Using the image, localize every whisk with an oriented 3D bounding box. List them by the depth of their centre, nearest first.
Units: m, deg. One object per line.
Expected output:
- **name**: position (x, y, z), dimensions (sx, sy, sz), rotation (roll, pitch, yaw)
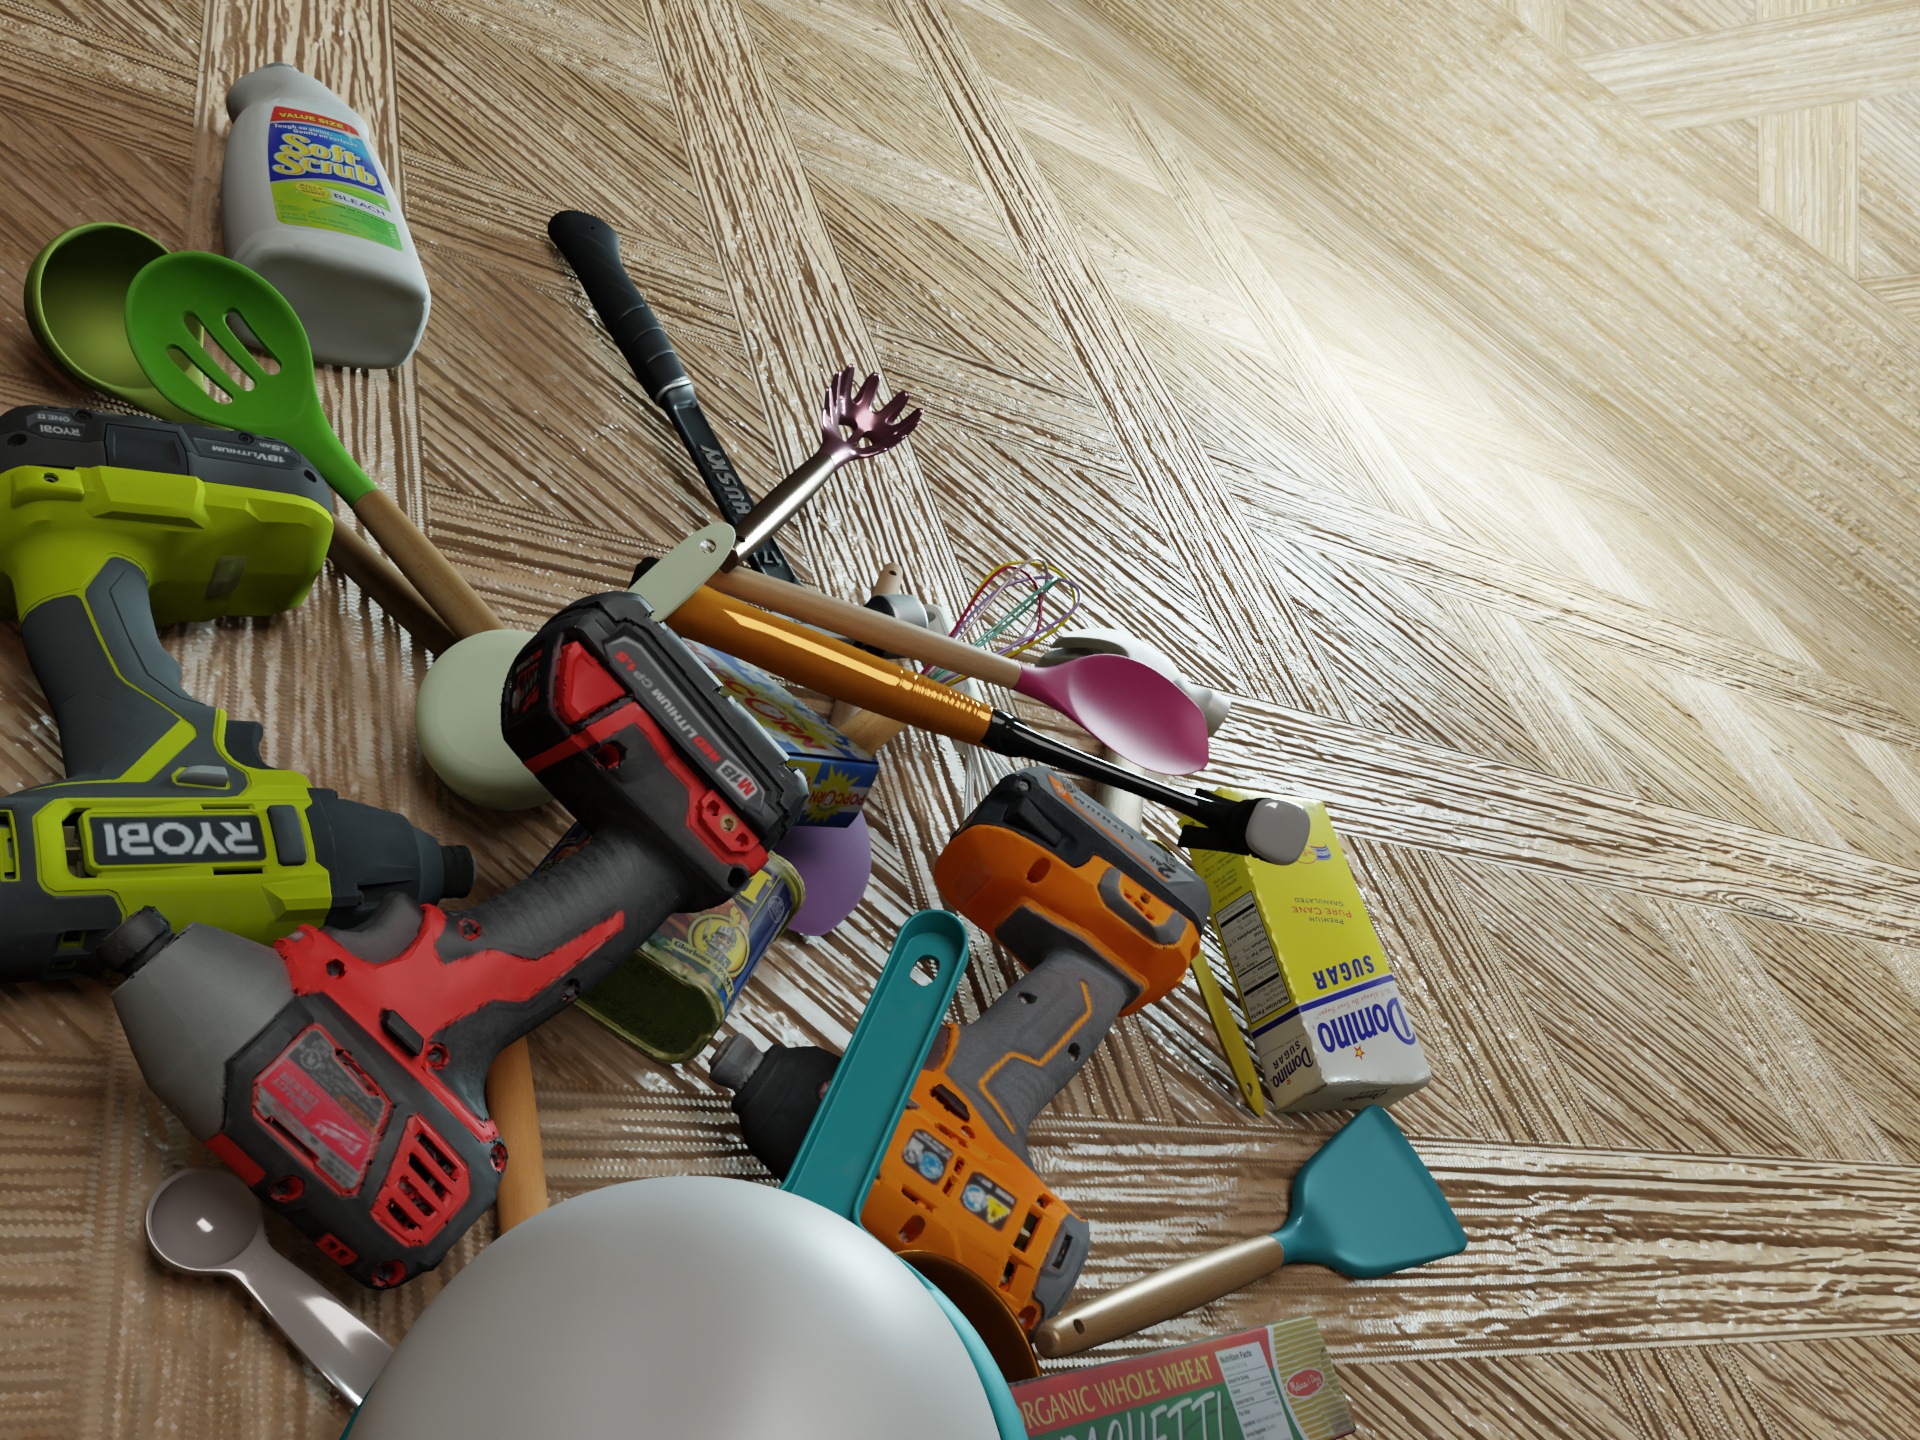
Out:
- **whisk**: position (-0.012, -0.028, 0.855), dimensions (0.245, 0.051, 0.047), rotation (-40, 100, -43)
- **whisk**: position (0.009, 0.016, 0.872), dimensions (0.059, 0.058, 0.247), rotation (55, 10, -44)

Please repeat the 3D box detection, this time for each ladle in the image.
- **ladle**: position (-0.297, -0.104, 0.725), dimensions (0.320, 0.062, 0.078), rotation (42, 44, 3)

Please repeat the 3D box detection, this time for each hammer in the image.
- **hammer**: position (-0.001, -0.002, 0.774), dimensions (0.336, 0.034, 0.127), rotation (22, -5, -12)
- **hammer**: position (0.089, 0.047, 0.918), dimensions (0.130, 0.031, 0.331), rotation (32, 34, -9)
- **hammer**: position (-0.169, -0.182, 0.944), dimensions (0.149, 0.036, 0.409), rotation (-4, 48, -37)

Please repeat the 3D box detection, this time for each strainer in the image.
- **strainer**: position (-0.059, 0.162, 0.474), dimensions (0.211, 0.095, 0.341), rotation (14, 45, 13)

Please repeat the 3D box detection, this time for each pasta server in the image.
- **pasta server**: position (-0.080, -0.141, 0.880), dimensions (0.060, 0.040, 0.316), rotation (32, 24, -4)

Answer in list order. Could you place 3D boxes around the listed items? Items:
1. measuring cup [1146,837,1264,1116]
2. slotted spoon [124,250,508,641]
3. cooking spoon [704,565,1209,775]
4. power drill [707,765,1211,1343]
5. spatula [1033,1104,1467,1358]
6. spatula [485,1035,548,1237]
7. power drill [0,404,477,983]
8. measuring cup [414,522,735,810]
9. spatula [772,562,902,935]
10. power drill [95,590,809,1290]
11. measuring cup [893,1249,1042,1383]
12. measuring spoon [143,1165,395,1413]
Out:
- **measuring cup**: position (0.113, 0.135, 0.812), dimensions (0.062, 0.029, 0.156), rotation (-35, 102, -58)
- **slotted spoon**: position (-0.249, -0.077, 0.706), dimensions (0.313, 0.031, 0.070), rotation (49, 62, -3)
- **cooking spoon**: position (0.006, -0.031, 0.831), dimensions (0.318, 0.017, 0.069), rotation (18, 56, -28)
- **power drill**: position (0.004, 0.126, 0.676), dimensions (0.164, 0.084, 0.227), rotation (36, 47, -3)
- **spatula**: position (0.131, 0.231, 0.695), dimensions (0.317, 0.044, 0.082), rotation (8, 46, -53)
- **spatula**: position (-0.137, 0.199, 0.515), dimensions (0.081, 0.041, 0.323), rotation (-8, 47, -16)
- **power drill**: position (-0.288, -0.008, 0.603), dimensions (0.171, 0.080, 0.223), rotation (2, 51, -40)
- **measuring cup**: position (-0.160, -0.032, 0.683), dimensions (0.083, 0.167, 0.038), rotation (46, -10, 3)
- **spatula**: position (-0.059, 0.002, 0.848), dimensions (0.059, 0.018, 0.316), rotation (21, 36, -8)
- **power drill**: position (-0.167, 0.062, 0.542), dimensions (0.143, 0.078, 0.220), rotation (49, 57, -14)
- **measuring cup**: position (-0.040, 0.250, 0.527), dimensions (0.095, 0.052, 0.173), rotation (49, 33, 10)
- **measuring spoon**: position (-0.205, 0.189, 0.495), dimensions (0.124, 0.018, 0.034), rotation (44, 35, -1)
